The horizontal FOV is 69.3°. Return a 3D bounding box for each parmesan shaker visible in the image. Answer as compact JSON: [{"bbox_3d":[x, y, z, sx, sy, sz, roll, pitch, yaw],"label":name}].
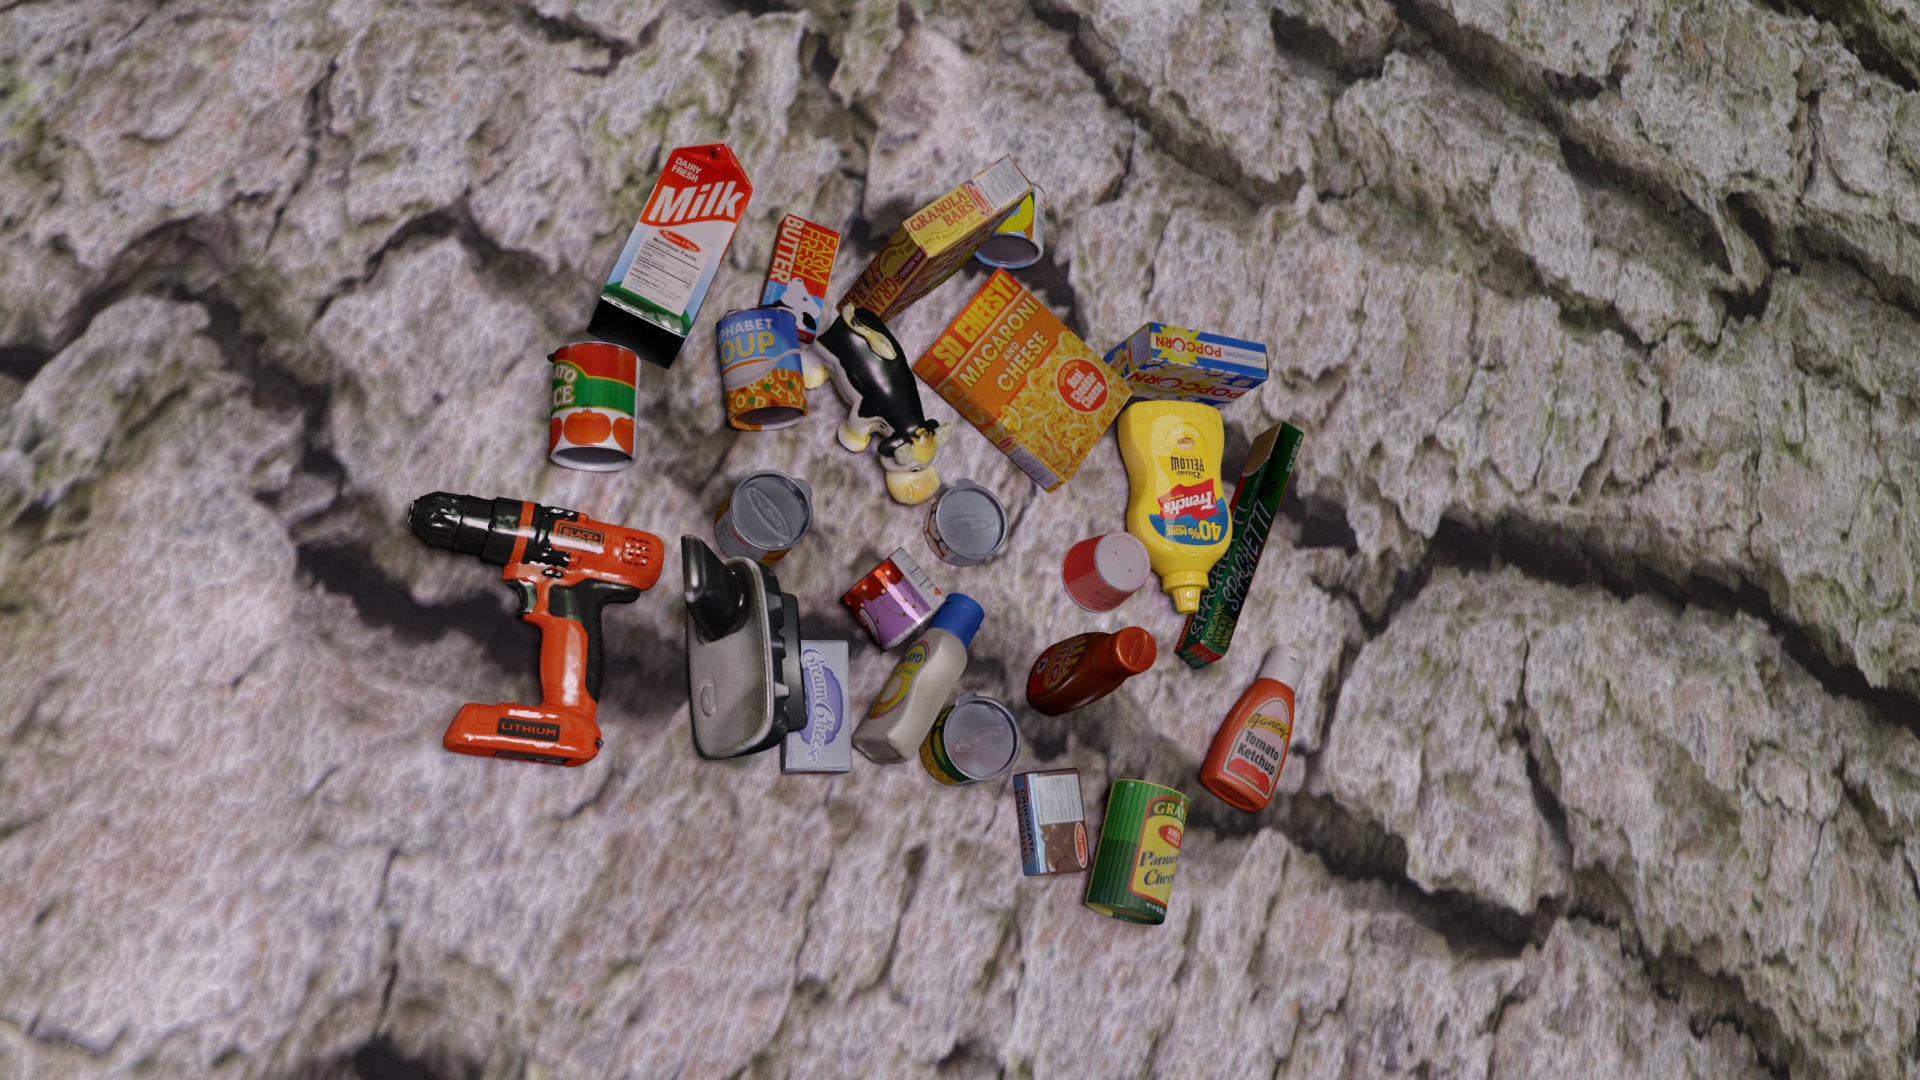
[{"bbox_3d":[0.147,0.257,1.140,0.071,0.071,0.103,22,67,-16],"label":"parmesan shaker"}]

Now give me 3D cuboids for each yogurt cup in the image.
[{"bbox_3d":[0.129,0.025,1.210,0.072,0.053,0.072,7,72,-21],"label":"yogurt cup"}]

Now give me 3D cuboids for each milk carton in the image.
[{"bbox_3d":[-0.227,-0.244,1.129,0.073,0.072,0.191,25,67,-15],"label":"milk carton"}]

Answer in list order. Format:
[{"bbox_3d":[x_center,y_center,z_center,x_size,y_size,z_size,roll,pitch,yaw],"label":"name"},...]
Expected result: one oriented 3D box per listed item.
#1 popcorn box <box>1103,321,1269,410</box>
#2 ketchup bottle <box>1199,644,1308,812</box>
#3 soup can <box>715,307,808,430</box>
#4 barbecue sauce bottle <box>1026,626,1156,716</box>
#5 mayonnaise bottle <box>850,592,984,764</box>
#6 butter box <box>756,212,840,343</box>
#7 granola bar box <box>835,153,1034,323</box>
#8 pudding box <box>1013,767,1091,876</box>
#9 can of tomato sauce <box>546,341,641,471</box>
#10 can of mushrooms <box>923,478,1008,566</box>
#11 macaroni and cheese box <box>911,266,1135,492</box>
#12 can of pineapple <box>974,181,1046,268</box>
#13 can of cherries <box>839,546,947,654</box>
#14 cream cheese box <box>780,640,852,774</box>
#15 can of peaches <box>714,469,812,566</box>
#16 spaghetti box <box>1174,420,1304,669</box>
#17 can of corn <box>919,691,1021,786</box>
[{"bbox_3d":[0.208,-0.159,1.283,0.127,0.085,0.038,7,73,-22],"label":"popcorn box"},{"bbox_3d":[0.266,0.163,1.233,0.064,0.043,0.149,35,63,-10],"label":"ketchup bottle"},{"bbox_3d":[-0.162,-0.139,1.125,0.071,0.071,0.084,-3,76,-24],"label":"soup can"},{"bbox_3d":[0.106,0.102,1.123,0.043,0.148,0.065,32,65,-13],"label":"barbecue sauce bottle"},{"bbox_3d":[-0.029,0.109,1.112,0.041,0.064,0.149,44,58,-21],"label":"mayonnaise bottle"},{"bbox_3d":[-0.139,-0.224,1.187,0.053,0.024,0.104,18,68,-18],"label":"butter box"},{"bbox_3d":[-0.024,-0.243,1.164,0.125,0.165,0.039,-39,93,-28],"label":"granola bar box"},{"bbox_3d":[0.074,0.230,1.136,0.050,0.030,0.084,0,74,-25],"label":"pudding box"},{"bbox_3d":[-0.282,-0.102,1.064,0.071,0.071,0.083,4,73,-22],"label":"can of tomato sauce"},{"bbox_3d":[0.004,-0.015,1.180,0.071,0.033,0.071,7,72,-21],"label":"can of mushrooms"},{"bbox_3d":[0.057,-0.143,1.238,0.166,0.040,0.124,41,63,-7],"label":"macaroni and cheese box"},{"bbox_3d":[0.042,-0.288,1.263,0.071,0.070,0.058,11,71,-20],"label":"can of pineapple"},{"bbox_3d":[-0.056,0.049,1.117,0.072,0.071,0.058,-42,93,-28],"label":"can of cherries"},{"bbox_3d":[-0.115,0.130,1.088,0.053,0.024,0.104,4,73,-23],"label":"cream cheese box"},{"bbox_3d":[-0.154,-0.017,1.098,0.071,0.058,0.071,7,71,-21],"label":"can of peaches"},{"bbox_3d":[0.258,0.001,1.275,0.028,0.050,0.251,30,65,-10],"label":"spaghetti box"},{"bbox_3d":[0.006,0.159,1.112,0.071,0.058,0.071,7,72,-21],"label":"can of corn"}]
